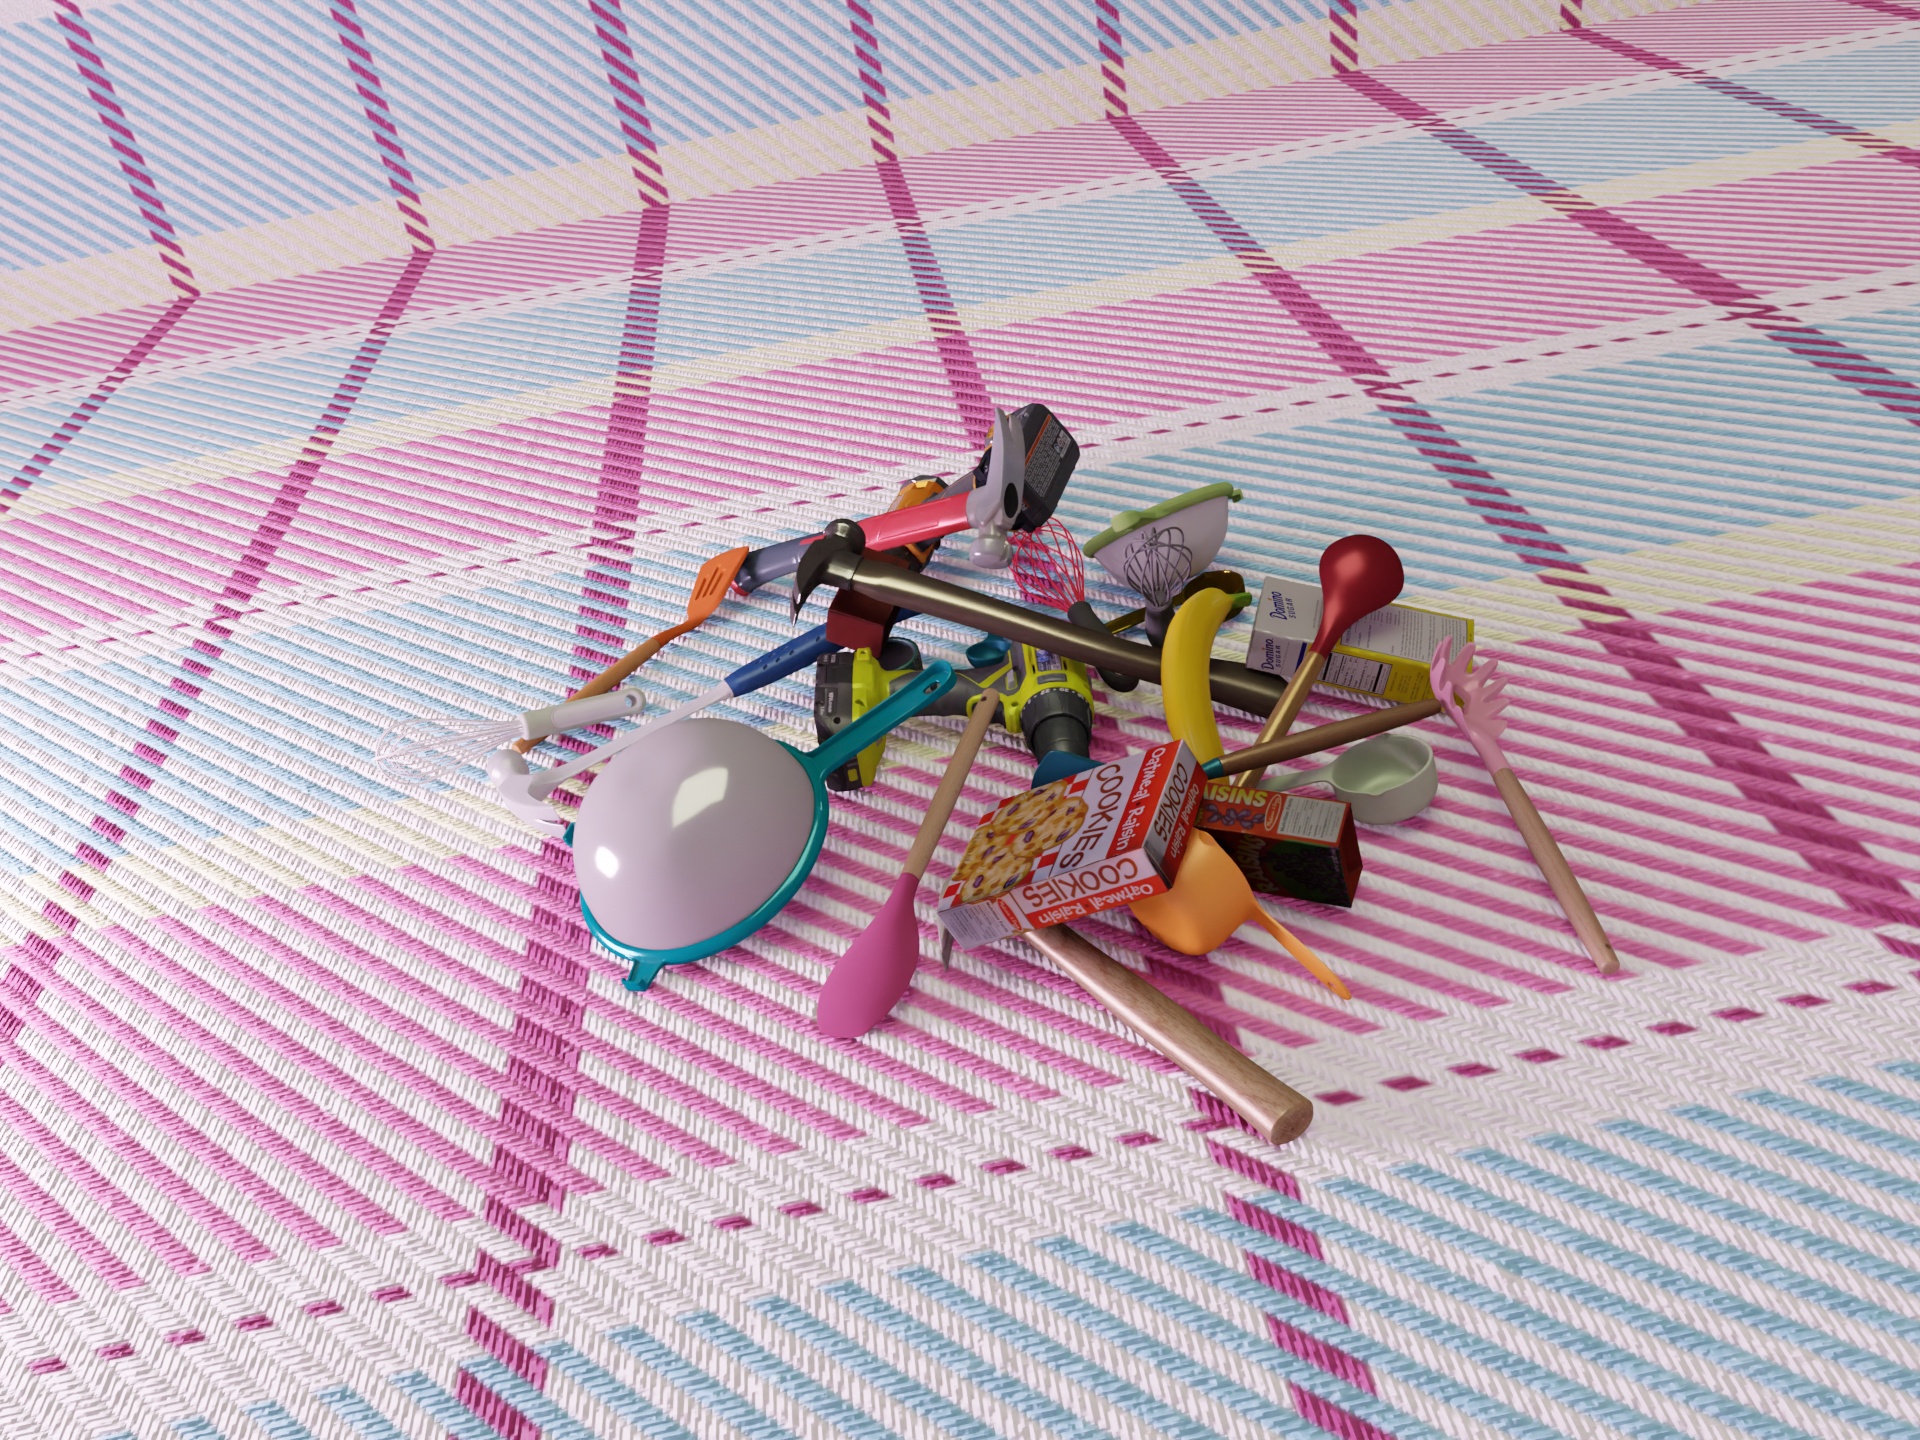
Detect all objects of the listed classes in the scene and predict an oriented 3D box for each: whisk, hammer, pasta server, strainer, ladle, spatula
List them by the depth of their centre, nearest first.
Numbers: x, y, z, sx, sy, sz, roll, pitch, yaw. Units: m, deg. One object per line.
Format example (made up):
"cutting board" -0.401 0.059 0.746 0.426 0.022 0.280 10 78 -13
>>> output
"hammer" 0.100 0.177 1.053 0.130 0.031 0.332 -27 37 -25
"pasta server" 0.398 0.051 1.125 0.060 0.040 0.317 15 36 -19
"spatula" 0.210 0.018 1.170 0.317 0.082 0.044 -14 69 -14
"strainer" -0.159 0.035 1.195 0.340 0.095 0.211 -35 43 -3
"ladle" 0.263 -0.029 1.232 0.069 0.031 0.315 28 68 13
"hammer" 0.065 -0.068 1.299 0.410 0.038 0.146 17 32 3
"whisk" 0.165 -0.103 1.311 0.055 0.238 0.055 -2 74 8
"hammer" -0.211 -0.020 1.394 0.405 0.035 0.144 -28 32 -16
"whisk" -0.396 0.007 1.412 0.246 0.058 0.059 -15 1 -28
"strainer" 0.179 -0.156 1.429 0.151 0.069 0.256 -24 -1 18
"whisk" 0.103 -0.109 1.455 0.073 0.073 0.296 -16 36 -8
"hammer" -0.094 -0.188 1.515 0.386 0.038 0.143 -7 71 43
"spatula" -0.316 -0.069 1.532 0.081 0.041 0.323 -11 26 46

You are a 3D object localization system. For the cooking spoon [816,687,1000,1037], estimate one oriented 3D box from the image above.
"cooking spoon" -0.028 0.095 1.165 0.069 0.017 0.319 -2 46 31

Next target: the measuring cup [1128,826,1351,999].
"measuring cup" 0.178 0.141 1.058 0.052 0.095 0.174 -38 61 -20

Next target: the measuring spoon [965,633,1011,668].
"measuring spoon" 0.036 -0.074 1.469 0.042 0.021 0.129 -1 25 15

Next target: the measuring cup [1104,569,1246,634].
"measuring cup" 0.186 -0.093 1.450 0.156 0.029 0.062 -21 31 5

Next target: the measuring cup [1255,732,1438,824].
"measuring cup" 0.275 0.055 1.193 0.167 0.038 0.083 -14 26 26

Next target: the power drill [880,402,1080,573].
"power drill" -0.006 -0.195 1.536 0.226 0.084 0.185 -23 30 42

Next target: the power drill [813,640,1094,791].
"power drill" -0.002 -0.004 1.317 0.228 0.080 0.191 -6 33 2
